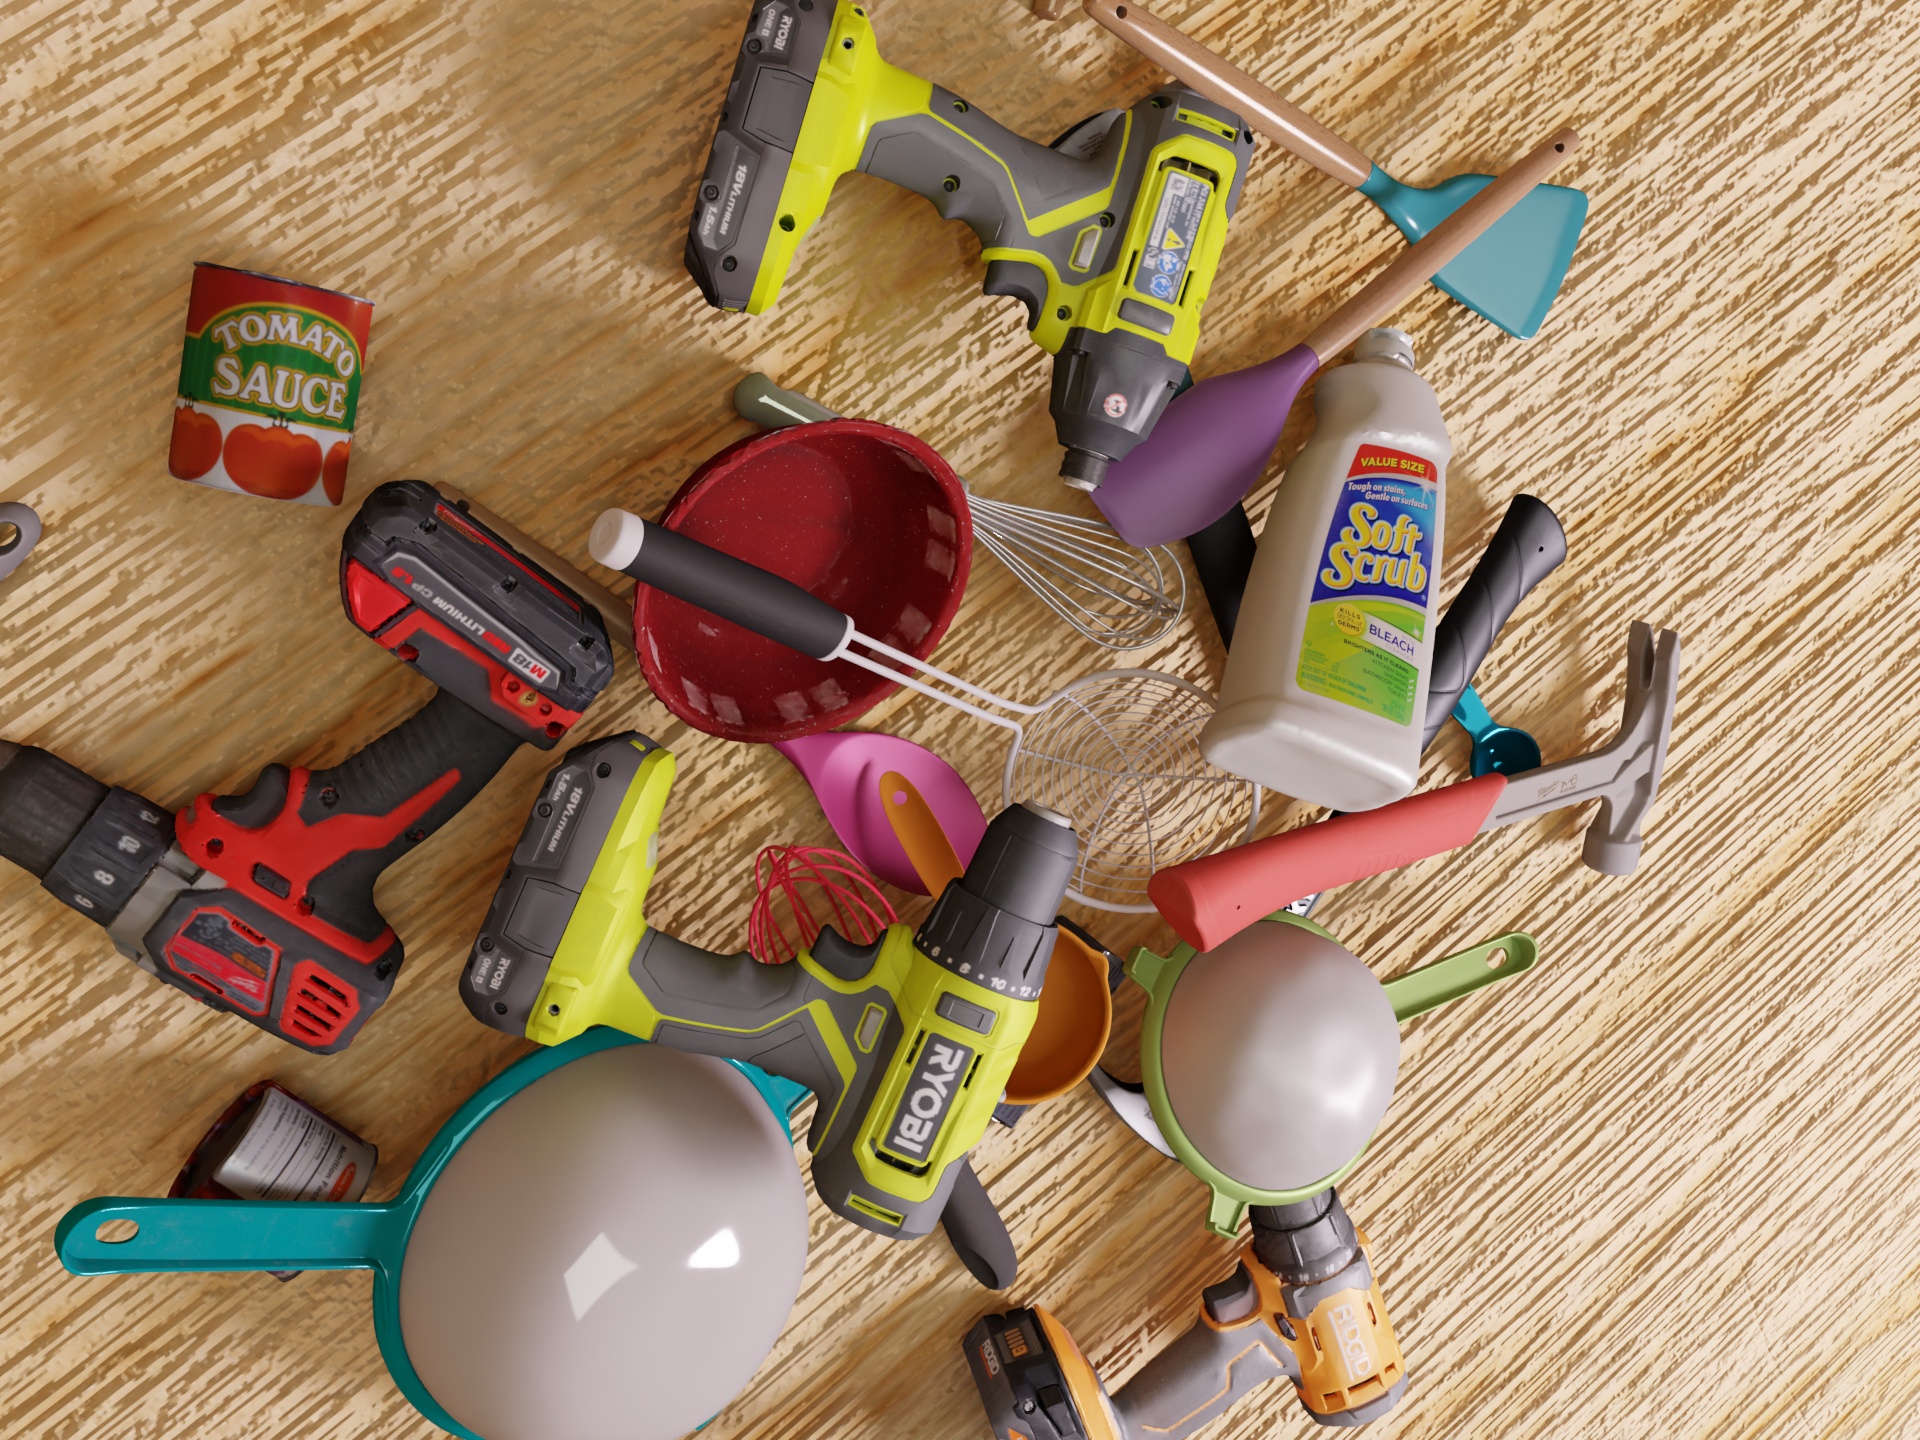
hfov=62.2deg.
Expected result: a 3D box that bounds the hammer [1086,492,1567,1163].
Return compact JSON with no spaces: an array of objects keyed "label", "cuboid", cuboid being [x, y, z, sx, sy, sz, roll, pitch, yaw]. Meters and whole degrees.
[{"label":"hammer","cuboid":[0.205,0.055,0.866,0.149,0.036,0.409,32,90,-23]}]

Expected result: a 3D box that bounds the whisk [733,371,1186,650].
[{"label":"whisk","cuboid":[0.004,-0.101,0.756,0.246,0.058,0.059,26,96,-19]}]

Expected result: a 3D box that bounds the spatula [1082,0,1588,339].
[{"label":"spatula","cuboid":[0.187,-0.280,0.776,0.317,0.044,0.082,15,100,-35]}]

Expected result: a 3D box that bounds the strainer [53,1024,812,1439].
[{"label":"strainer","cuboid":[-0.189,0.235,0.672,0.340,0.095,0.211,18,92,-42]}]

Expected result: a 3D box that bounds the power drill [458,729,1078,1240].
[{"label":"power drill","cuboid":[-0.074,0.092,0.680,0.228,0.080,0.190,24,93,-3]}]

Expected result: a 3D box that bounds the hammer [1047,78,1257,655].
[{"label":"hammer","cuboid":[0.116,-0.137,0.800,0.128,0.033,0.330,-28,110,-15]}]

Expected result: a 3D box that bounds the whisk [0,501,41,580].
[{"label":"whisk","cuboid":[-0.452,-0.006,0.599,0.239,0.055,0.055,-42,113,-13]}]

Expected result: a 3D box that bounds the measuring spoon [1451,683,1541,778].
[{"label":"measuring spoon","cuboid":[0.284,-0.009,0.905,0.042,0.021,0.128,-39,103,-1]}]

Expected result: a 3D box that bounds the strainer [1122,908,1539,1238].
[{"label":"strainer","cuboid":[0.216,0.154,0.818,0.256,0.069,0.151,-16,86,-24]}]

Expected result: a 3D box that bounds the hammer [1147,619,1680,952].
[{"label":"hammer","cuboid":[0.250,0.045,0.835,0.359,0.037,0.149,-11,113,-31]}]

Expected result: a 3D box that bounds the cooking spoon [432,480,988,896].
[{"label":"cooking spoon","cuboid":[-0.109,-0.012,0.744,0.318,0.017,0.069,36,69,-24]}]

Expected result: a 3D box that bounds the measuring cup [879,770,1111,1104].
[{"label":"measuring cup","cuboid":[0.008,0.103,0.775,0.095,0.052,0.174,-30,78,0]}]

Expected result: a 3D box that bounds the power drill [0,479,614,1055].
[{"label":"power drill","cuboid":[-0.272,0.009,0.649,0.187,0.080,0.226,38,94,-21]}]

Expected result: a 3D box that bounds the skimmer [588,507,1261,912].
[{"label":"skimmer","cuboid":[-0.001,-0.002,0.704,0.363,0.090,0.127,24,111,-44]}]

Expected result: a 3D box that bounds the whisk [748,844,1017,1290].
[{"label":"whisk","cuboid":[-0.031,0.180,0.797,0.073,0.073,0.295,-30,115,-13]}]

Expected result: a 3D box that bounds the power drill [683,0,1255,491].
[{"label":"power drill","cuboid":[0.001,-0.209,0.690,0.223,0.080,0.171,16,95,-12]}]

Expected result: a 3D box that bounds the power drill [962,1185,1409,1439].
[{"label":"power drill","cuboid":[0.119,0.326,0.856,0.226,0.084,0.185,-22,108,-7]}]

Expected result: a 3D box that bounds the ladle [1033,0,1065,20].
[{"label":"ladle","cuboid":[0.091,-0.476,0.708,0.078,0.062,0.320,14,98,-23]}]

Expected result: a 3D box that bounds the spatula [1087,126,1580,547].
[{"label":"spatula","cuboid":[0.192,-0.194,0.786,0.316,0.018,0.059,-41,97,-8]}]
